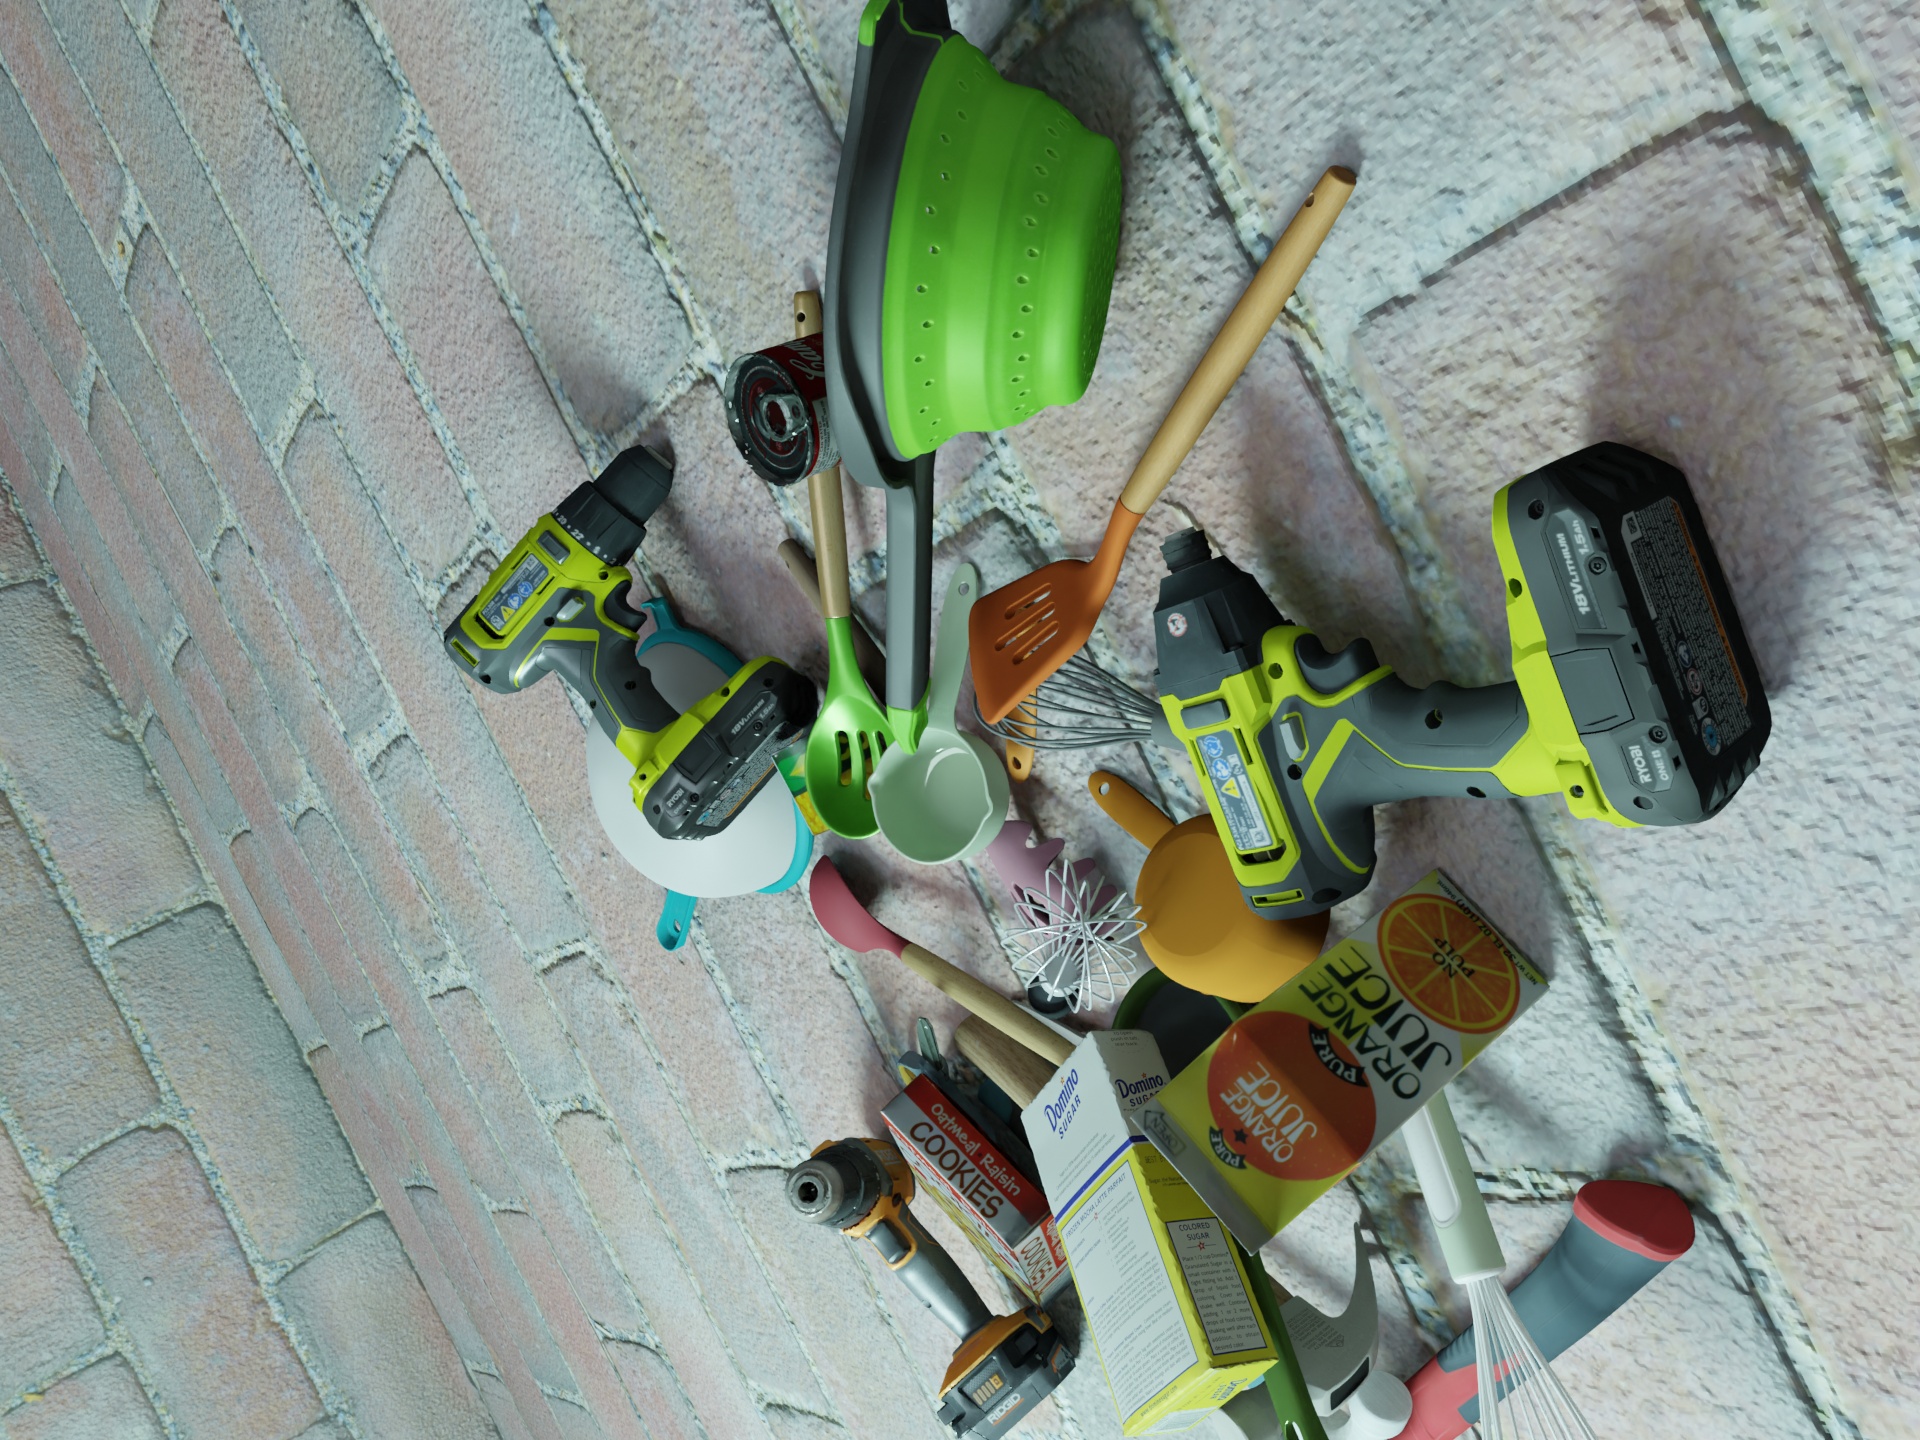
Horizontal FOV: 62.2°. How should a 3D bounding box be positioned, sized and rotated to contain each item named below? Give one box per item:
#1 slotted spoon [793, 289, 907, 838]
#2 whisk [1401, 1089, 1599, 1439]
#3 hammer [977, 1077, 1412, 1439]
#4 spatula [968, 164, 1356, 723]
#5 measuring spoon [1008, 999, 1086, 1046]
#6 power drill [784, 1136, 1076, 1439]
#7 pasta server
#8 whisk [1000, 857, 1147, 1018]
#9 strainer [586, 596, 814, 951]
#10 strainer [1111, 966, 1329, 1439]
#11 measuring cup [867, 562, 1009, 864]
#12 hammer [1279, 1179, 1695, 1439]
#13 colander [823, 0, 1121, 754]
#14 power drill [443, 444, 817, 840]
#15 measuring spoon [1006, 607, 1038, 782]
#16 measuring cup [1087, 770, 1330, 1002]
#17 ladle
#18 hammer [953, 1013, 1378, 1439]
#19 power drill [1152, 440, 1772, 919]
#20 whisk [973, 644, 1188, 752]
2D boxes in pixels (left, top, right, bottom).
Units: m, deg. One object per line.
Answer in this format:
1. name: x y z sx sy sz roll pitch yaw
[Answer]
1. slotted spoon: -0.071 -0.086 0.914 0.070 0.031 0.313 2 105 26
2. whisk: 0.236 0.258 0.716 0.057 0.059 0.247 -40 56 45
3. hammer: 0.118 0.315 0.930 0.331 0.033 0.128 41 135 39
4. spatula: 0.082 -0.117 0.725 0.322 0.041 0.081 121 149 -47
5. measuring spoon: 0.070 0.187 0.965 0.124 0.018 0.034 14 134 54
6. power drill: -0.029 0.382 1.091 0.226 0.084 0.185 48 180 18
7. pasta server: -0.014 0.008 0.938 0.316 0.040 0.060 53 152 20
8. whisk: 0.054 0.128 0.834 0.070 0.070 0.284 52 170 13
9. strainer: -0.223 0.087 1.185 0.211 0.095 0.340 46 140 21
10. strainer: 0.154 0.243 0.798 0.151 0.069 0.257 -56 42 47
11. measuring cup: -0.001 -0.003 0.888 0.083 0.038 0.167 9 91 31
12. hammer: 0.265 0.350 0.807 0.143 0.038 0.386 43 140 22
13. colander: 0.013 -0.134 0.730 0.094 0.205 0.396 10 132 9
14. power drill: -0.205 -0.052 1.039 0.229 0.190 0.080 43 -176 14
15. measuring spoon: 0.032 -0.011 0.881 0.021 0.011 0.116 31 136 35
16. measuring cup: 0.103 0.067 0.789 0.174 0.052 0.095 42 106 43
17. ladle: -0.016 0.155 0.992 0.316 0.031 0.069 23 135 51
18. hammer: 0.102 0.262 0.904 0.332 0.130 0.031 36 143 47
19. power drill: 0.176 -0.018 0.627 0.223 0.080 0.171 -18 94 49
20. whisk: 0.100 0.004 0.781 0.239 0.055 0.055 14 123 41
